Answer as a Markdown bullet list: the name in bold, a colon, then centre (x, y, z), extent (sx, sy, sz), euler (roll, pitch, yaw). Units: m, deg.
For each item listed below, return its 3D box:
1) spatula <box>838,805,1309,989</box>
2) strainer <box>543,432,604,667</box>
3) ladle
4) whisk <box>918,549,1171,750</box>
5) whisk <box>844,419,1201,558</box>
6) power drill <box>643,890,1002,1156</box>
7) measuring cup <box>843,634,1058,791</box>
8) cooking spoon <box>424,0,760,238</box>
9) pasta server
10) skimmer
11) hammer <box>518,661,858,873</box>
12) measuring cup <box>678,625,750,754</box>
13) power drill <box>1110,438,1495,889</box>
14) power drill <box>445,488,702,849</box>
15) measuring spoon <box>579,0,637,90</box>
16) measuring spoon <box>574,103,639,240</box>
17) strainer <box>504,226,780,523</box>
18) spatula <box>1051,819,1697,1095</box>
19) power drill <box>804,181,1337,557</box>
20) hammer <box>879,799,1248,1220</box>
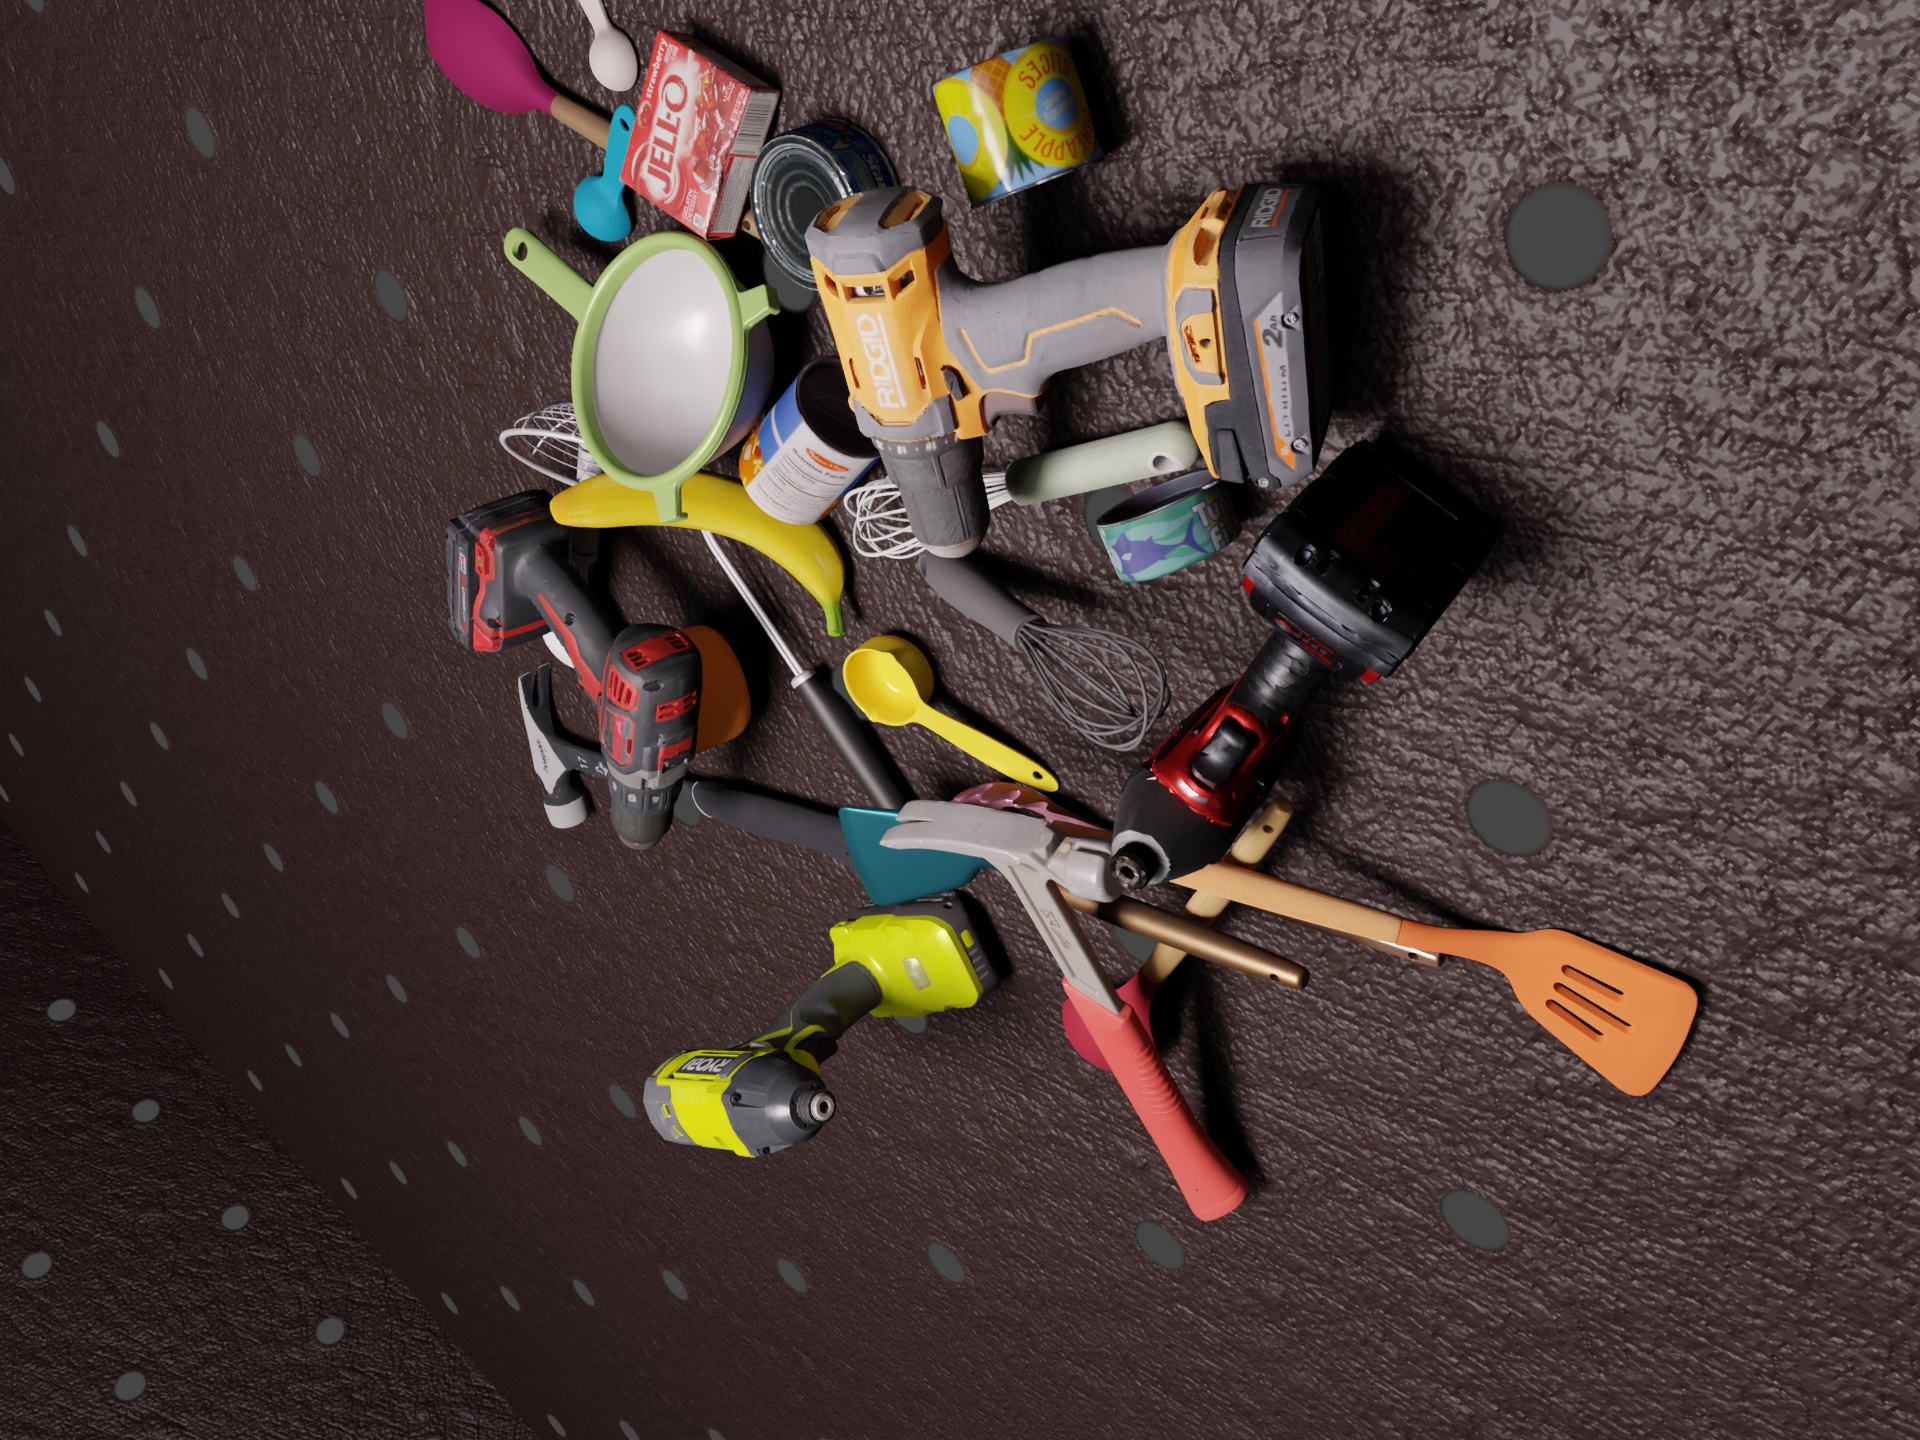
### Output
- **spatula**: centre (0.058, 0.107, 0.921), extent (0.318, 0.044, 0.082), euler (16, 134, 42)
- **strainer**: centre (-0.282, -0.119, 1.179), extent (0.087, 0.050, 0.258), euler (48, 139, 32)
- **ladle**: centre (0.123, 0.134, 0.923), extent (0.069, 0.031, 0.315), euler (32, 141, 7)
- **whisk**: centre (0.036, -0.050, 0.854), extent (0.239, 0.055, 0.055), euler (41, 144, 51)
- **whisk**: centre (0.027, -0.127, 0.859), extent (0.246, 0.059, 0.057), euler (-6, 147, 43)
- **power drill**: centre (-0.082, 0.204, 1.057), extent (0.171, 0.223, 0.080), euler (-12, 108, 49)
- **measuring cup**: centre (-0.002, -0.003, 0.995), extent (0.156, 0.029, 0.062), euler (30, 137, 11)
- **cooking spoon**: centre (-0.226, -0.363, 0.964), extent (0.319, 0.017, 0.068), euler (35, 140, 23)
- **pasta server**: centre (0.124, 0.090, 0.916), extent (0.316, 0.040, 0.060), euler (17, 137, 36)
- **skimmer**: centre (-0.163, -0.062, 1.057), extent (0.363, 0.090, 0.127), euler (55, 166, -3)
- **hammer**: centre (-0.209, 0.052, 1.230), extent (0.409, 0.036, 0.149), euler (12, 124, 39)
- **measuring cup**: centre (-0.205, -0.040, 1.156), extent (0.174, 0.052, 0.095), euler (39, 144, 51)
- **power drill**: centre (0.143, -0.012, 0.743), extent (0.078, 0.143, 0.219), euler (39, 137, 10)
- **power drill**: centre (-0.262, -0.032, 1.100), extent (0.227, 0.080, 0.187), euler (43, 140, 25)
- **measuring spoon**: centre (-0.223, -0.424, 0.918), extent (0.034, 0.018, 0.124), euler (-11, 108, 49)
- **measuring spoon**: centre (-0.212, -0.324, 0.948), extent (0.042, 0.021, 0.128), euler (47, 157, -4)
- **strainer**: centre (-0.194, -0.239, 0.981), extent (0.257, 0.069, 0.151), euler (42, 114, 32)
- **spatula**: centre (0.197, 0.105, 0.808), extent (0.322, 0.041, 0.081), euler (15, 130, 12)
- **power drill**: centre (0.053, -0.153, 0.729), extent (0.226, 0.084, 0.185), euler (4, 133, 22)
- **hammer**: centre (0.085, 0.182, 0.934), extent (0.149, 0.037, 0.358), euler (7, 140, 40)
